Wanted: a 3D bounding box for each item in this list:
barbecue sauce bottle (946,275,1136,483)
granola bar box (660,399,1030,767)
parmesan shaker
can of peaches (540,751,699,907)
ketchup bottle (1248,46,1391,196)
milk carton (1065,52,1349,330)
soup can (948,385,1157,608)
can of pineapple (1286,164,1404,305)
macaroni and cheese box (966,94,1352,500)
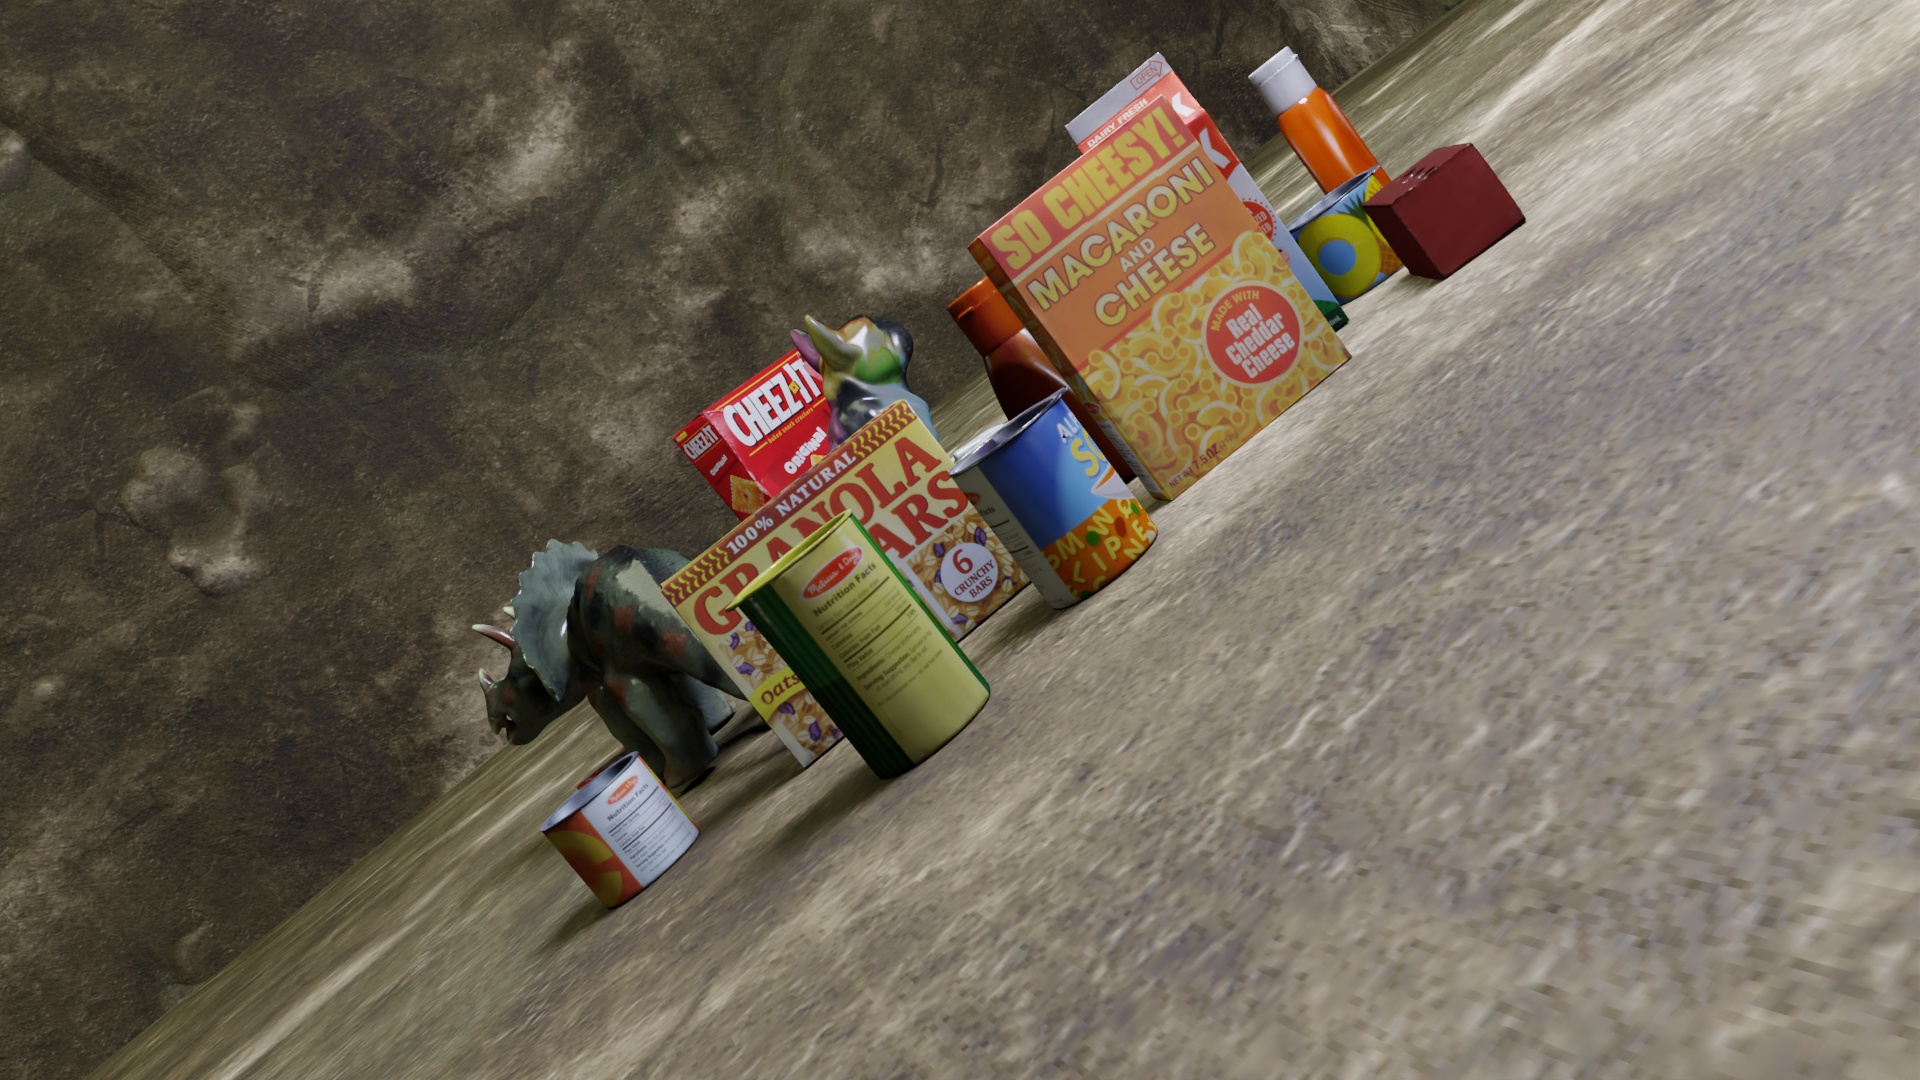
[{"bbox_3d":[0.050,-0.092,0.843,0.064,0.148,0.044,-31,10,41],"label":"barbecue sauce bottle"},{"bbox_3d":[-0.060,0.022,0.759,0.166,0.124,0.039,-39,7,-11],"label":"granola bar box"},{"bbox_3d":[-0.045,0.048,0.617,0.071,0.103,0.071,-37,7,6],"label":"parmesan shaker"},{"bbox_3d":[-0.189,0.161,0.773,0.071,0.058,0.071,-37,8,6],"label":"can of peaches"},{"bbox_3d":[0.274,-0.299,1.041,0.043,0.148,0.065,-33,9,34],"label":"ketchup bottle"},{"bbox_3d":[0.146,-0.191,0.831,0.072,0.190,0.074,-36,8,14],"label":"milk carton"},{"bbox_3d":[0.048,-0.021,0.672,0.071,0.083,0.071,-37,7,6],"label":"soup can"},{"bbox_3d":[0.246,-0.189,0.866,0.071,0.058,0.071,-37,8,6],"label":"can of pineapple"},{"bbox_3d":[0.102,-0.123,0.720,0.124,0.166,0.040,-38,7,-5],"label":"macaroni and cheese box"}]
